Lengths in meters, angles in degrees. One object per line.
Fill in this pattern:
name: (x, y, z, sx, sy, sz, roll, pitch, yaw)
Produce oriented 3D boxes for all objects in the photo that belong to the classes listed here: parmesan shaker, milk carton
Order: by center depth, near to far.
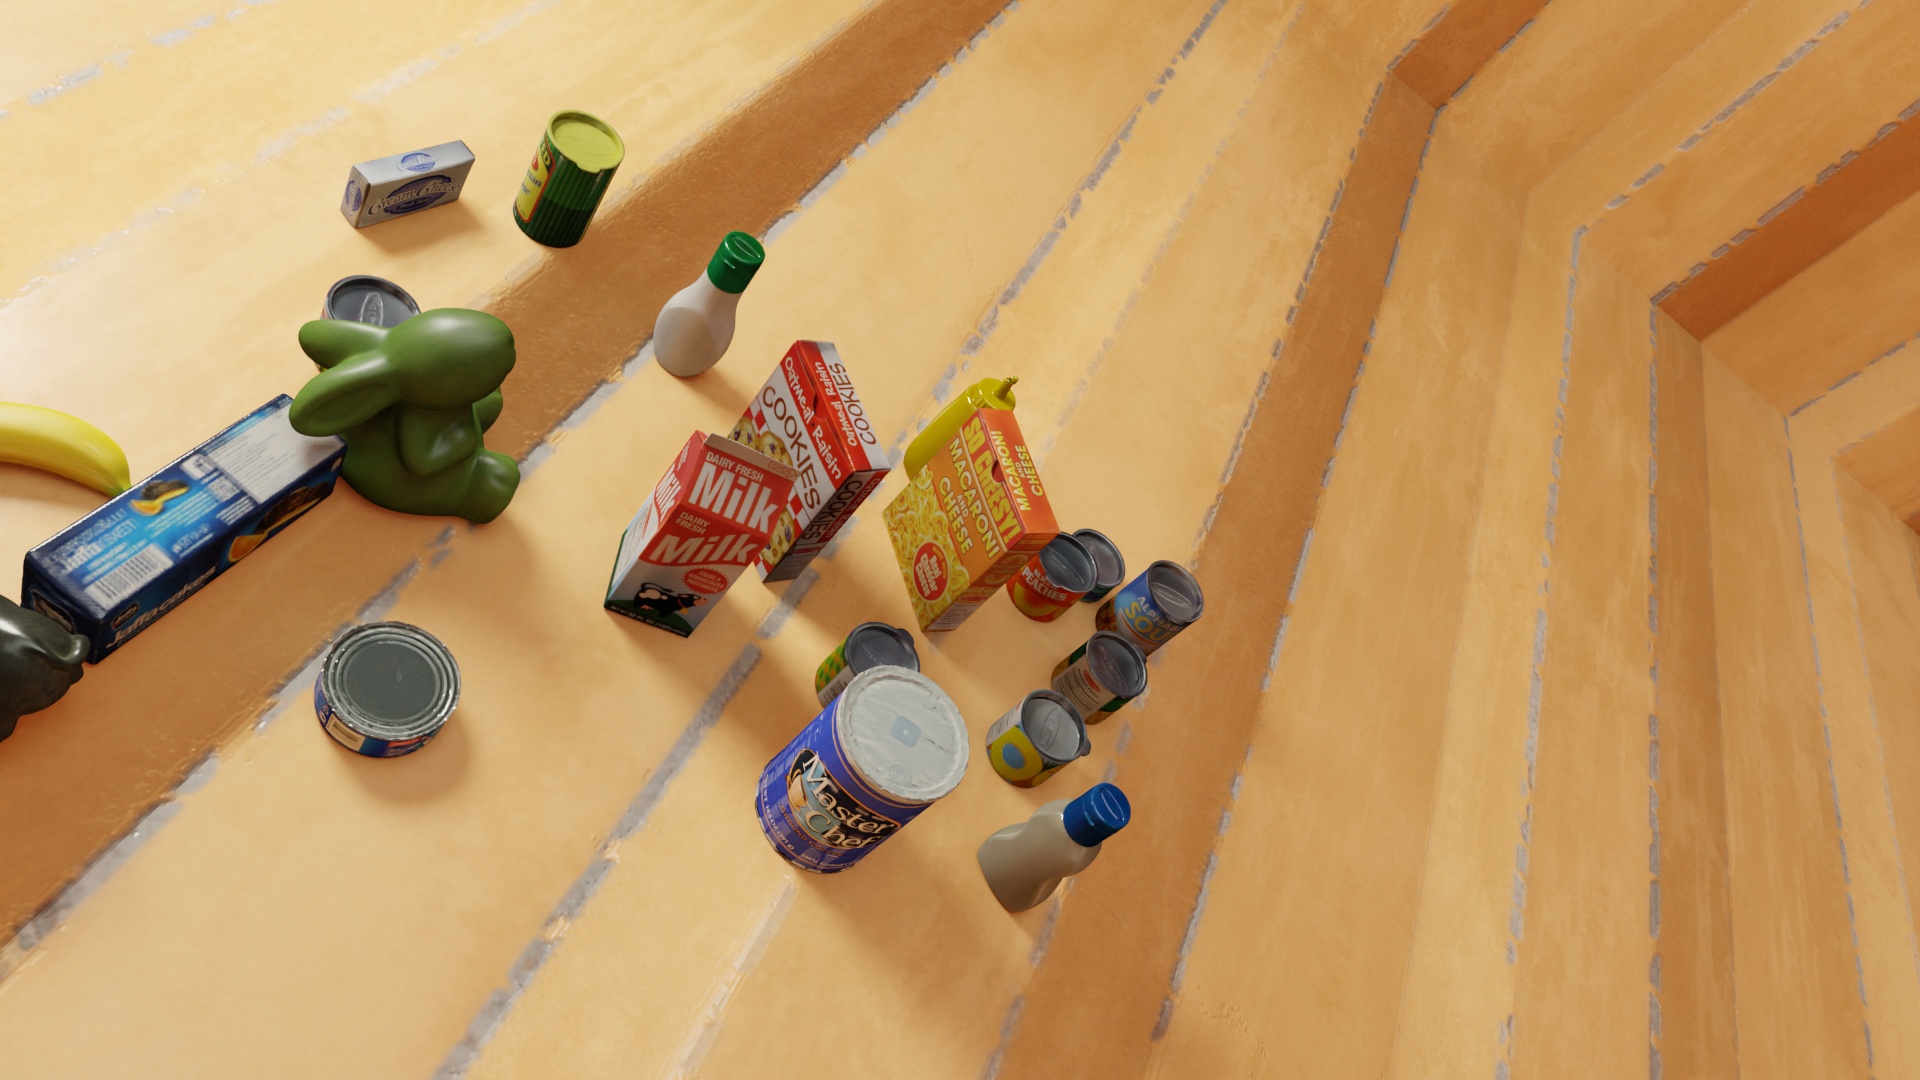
milk carton: (-0.188, -0.012, 1.013, 0.072, 0.189, 0.074, 23, 47, -22)
parmesan shaker: (-0.337, -0.306, 1.189, 0.071, 0.102, 0.071, 20, 48, -24)

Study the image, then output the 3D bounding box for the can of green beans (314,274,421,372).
can of green beans: (-0.440, -0.153, 1.028, 0.071, 0.057, 0.071, 20, 48, -24)

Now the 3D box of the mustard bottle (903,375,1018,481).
mustard bottle: (0.009, -0.103, 1.253, 0.065, 0.159, 0.049, -13, 67, -42)

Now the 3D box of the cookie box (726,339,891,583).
cookie box: (-0.132, -0.061, 1.109, 0.040, 0.166, 0.123, -7, 63, -40)

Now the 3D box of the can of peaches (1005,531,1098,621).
can of peaches: (0.082, 0.035, 1.277, 0.071, 0.057, 0.071, 20, 48, -24)

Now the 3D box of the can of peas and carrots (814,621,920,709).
can of peas and carrots: (-0.073, 0.105, 1.105, 0.071, 0.058, 0.071, 20, 48, -24)

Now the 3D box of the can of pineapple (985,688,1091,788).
can of pineapple: (0.064, 0.168, 1.162, 0.071, 0.057, 0.071, 20, 48, -24)

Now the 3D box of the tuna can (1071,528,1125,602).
tuna can: (0.120, 0.024, 1.332, 0.071, 0.032, 0.071, 20, 48, -24)

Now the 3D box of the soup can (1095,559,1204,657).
soup can: (0.176, 0.069, 1.303, 0.071, 0.083, 0.072, 20, 48, -24)

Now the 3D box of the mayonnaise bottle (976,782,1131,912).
mayonnaise bottle: (0.072, 0.230, 1.055, 0.041, 0.147, 0.065, -19, 71, -44)

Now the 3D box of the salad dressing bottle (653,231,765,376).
salad dressing bottle: (-0.211, -0.198, 1.170, 0.064, 0.147, 0.044, 39, 43, -6)

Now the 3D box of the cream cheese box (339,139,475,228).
cream cheese box: (-0.449, -0.290, 1.130, 0.024, 0.053, 0.104, 49, 43, 5)

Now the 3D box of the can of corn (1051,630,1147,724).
can of corn: (0.125, 0.123, 1.242, 0.071, 0.058, 0.071, 20, 48, -24)

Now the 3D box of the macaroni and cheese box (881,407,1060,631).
macaroni and cheese box: (0.004, -0.015, 1.177, 0.040, 0.165, 0.124, 0, 58, -37)
